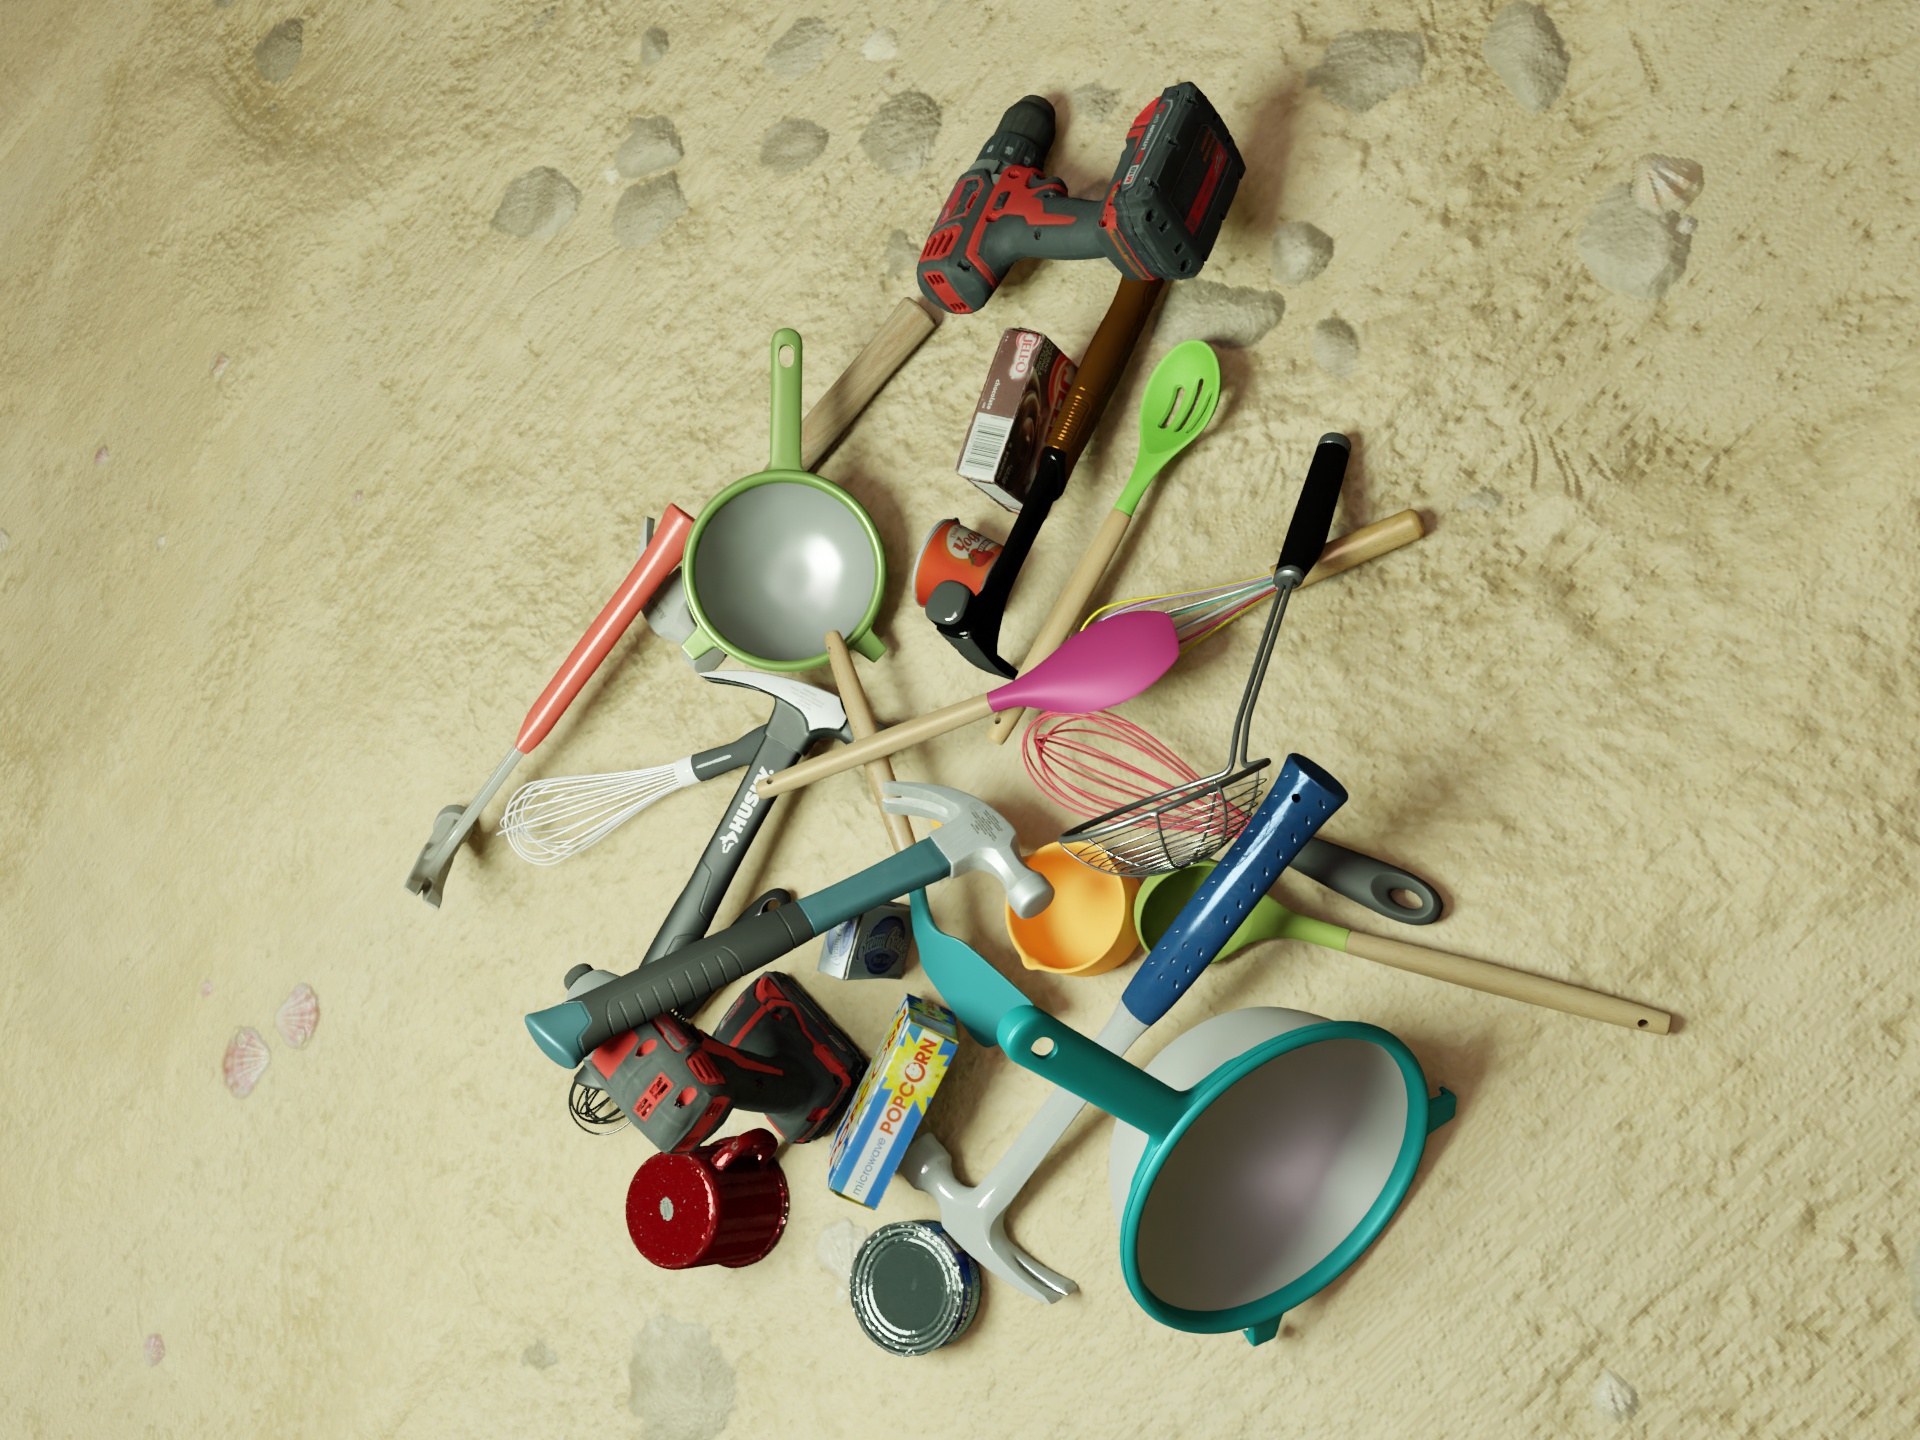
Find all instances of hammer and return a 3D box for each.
[{"bbox_3d":[0.109,0.193,0.992,0.144,0.035,0.405,44,114,25],"label":"hammer"},{"bbox_3d":[-0.140,-0.200,1.260,0.331,0.031,0.130,-48,63,9],"label":"hammer"},{"bbox_3d":[0.078,-0.191,1.124,0.034,0.127,0.337,18,78,30],"label":"hammer"},{"bbox_3d":[-0.190,0.119,1.164,0.146,0.035,0.335,28,85,7],"label":"hammer"},{"bbox_3d":[-0.317,-0.016,1.250,0.359,0.036,0.149,-51,18,9],"label":"hammer"},{"bbox_3d":[-0.111,0.133,1.006,0.331,0.033,0.128,-23,54,-22],"label":"hammer"}]

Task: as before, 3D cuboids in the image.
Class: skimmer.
[{"bbox_3d":[0.165,-0.057,0.970,0.127,0.090,0.363,-24,36,54],"label":"skimmer"}]

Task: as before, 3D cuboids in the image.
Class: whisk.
[{"bbox_3d":[0.170,0.064,1.033,0.296,0.073,0.073,24,90,22],"label":"whisk"},{"bbox_3d":[-0.239,0.049,1.244,0.284,0.070,0.070,-18,71,16],"label":"whisk"},{"bbox_3d":[0.189,-0.088,1.065,0.245,0.051,0.047,-22,64,17],"label":"whisk"},{"bbox_3d":[-0.207,0.217,1.193,0.239,0.055,0.055,-48,63,4],"label":"whisk"}]

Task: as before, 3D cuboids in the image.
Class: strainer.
[{"bbox_3d":[0.121,0.215,0.897,0.211,0.340,0.095,-52,35,3],"label":"strainer"},{"bbox_3d":[-0.132,-0.163,1.204,0.151,0.069,0.256,0,88,-5],"label":"strainer"}]

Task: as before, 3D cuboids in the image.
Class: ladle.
[{"bbox_3d":[0.260,0.147,0.969,0.320,0.062,0.078,13,115,25],"label":"ladle"}]

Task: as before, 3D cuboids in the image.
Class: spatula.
[{"bbox_3d":[-0.034,0.075,1.114,0.082,0.044,0.318,-48,56,51],"label":"spatula"}]

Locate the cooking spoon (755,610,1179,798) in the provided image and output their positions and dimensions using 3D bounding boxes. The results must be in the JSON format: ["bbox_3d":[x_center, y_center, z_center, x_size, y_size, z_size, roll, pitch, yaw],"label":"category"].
[{"bbox_3d":[-0.002,-0.003,1.084,0.319,0.017,0.069,-21,55,18],"label":"cooking spoon"}]

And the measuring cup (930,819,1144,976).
[{"bbox_3d":[0.051,0.109,1.086,0.174,0.052,0.095,33,94,35],"label":"measuring cup"}]

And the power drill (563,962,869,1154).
[{"bbox_3d":[-0.169,0.222,1.071,0.143,0.219,0.078,41,98,27],"label":"power drill"}]

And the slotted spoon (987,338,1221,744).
[{"bbox_3d":[0.099,-0.122,1.109,0.070,0.031,0.314,26,86,48],"label":"slotted spoon"}]

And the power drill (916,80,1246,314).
[{"bbox_3d":[0.084,-0.385,1.136,0.227,0.080,0.188,5,63,42],"label":"power drill"}]
